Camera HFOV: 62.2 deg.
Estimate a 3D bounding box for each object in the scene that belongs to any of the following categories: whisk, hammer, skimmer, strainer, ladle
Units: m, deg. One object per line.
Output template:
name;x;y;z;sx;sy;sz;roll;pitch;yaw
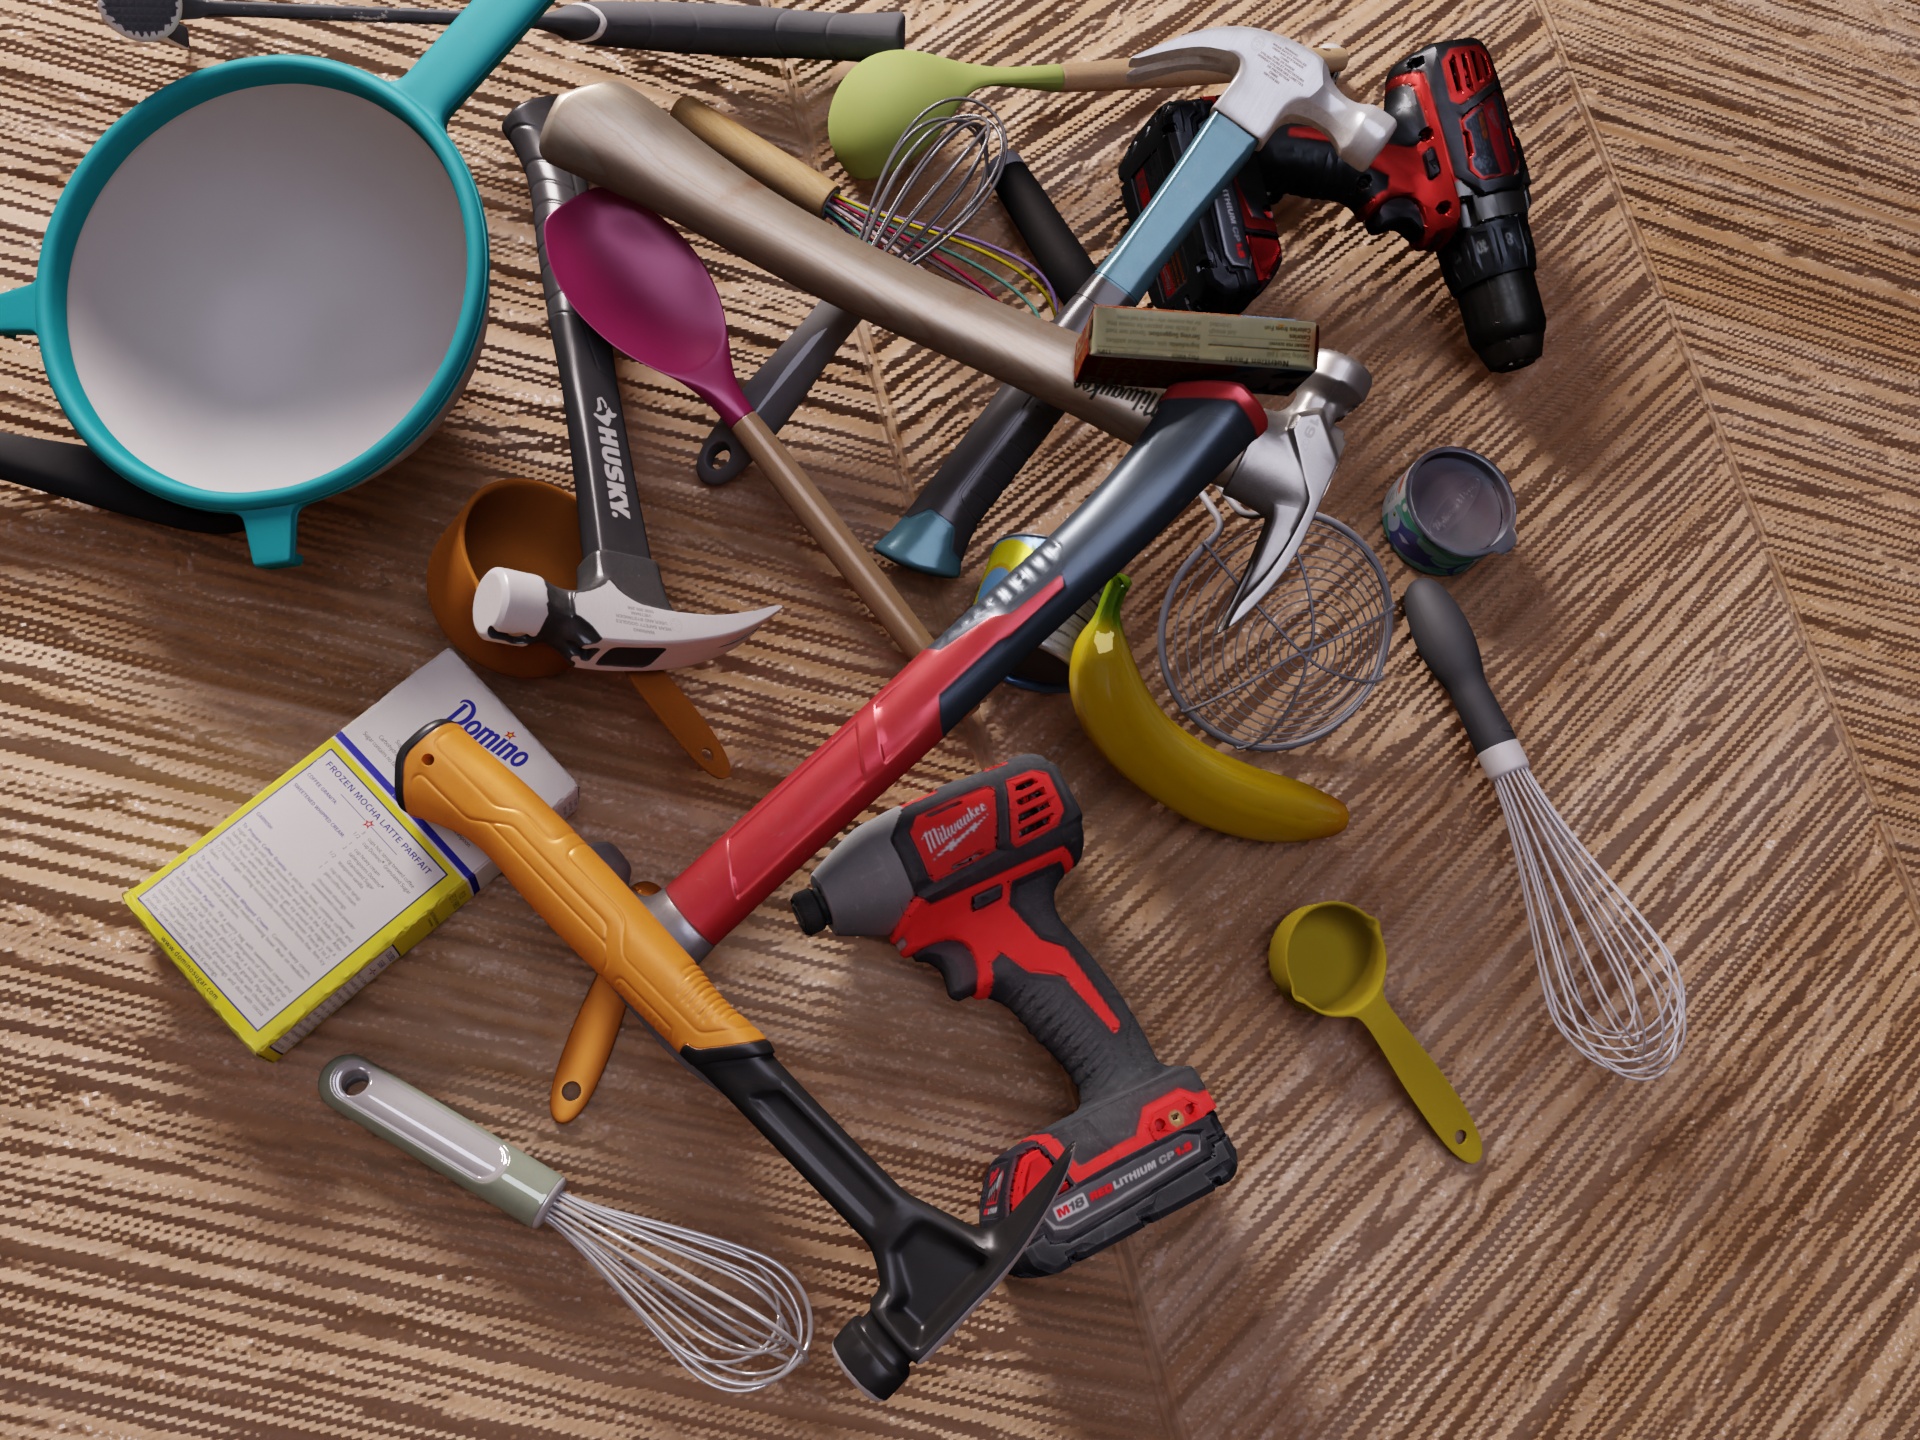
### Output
whisk;-0.474;-0.130;0.723;0.295;0.073;0.073;12;71;-15
hammer;0.072;-0.207;0.809;0.128;0.033;0.331;37;92;1
whisk;-0.054;-0.265;0.861;0.245;0.047;0.051;33;67;4
whisk;-0.059;-0.217;0.811;0.055;0.055;0.239;38;90;1
whisk;-0.171;0.213;0.688;0.246;0.059;0.058;30;58;3
hammer;-0.109;0.115;0.664;0.337;0.034;0.127;42;88;10
skimmer;0.106;-0.154;0.864;0.127;0.090;0.364;-27;70;-1
hammer;-0.179;-0.175;0.782;0.146;0.035;0.335;9;58;-41
strainer;-0.266;-0.239;0.748;0.211;0.095;0.340;40;87;9
ladle;0.079;-0.354;0.905;0.320;0.062;0.078;-12;42;-18
hammer;-0.218;-0.362;0.828;0.408;0.149;0.036;-7;112;-23
hammer;-0.001;-0.002;0.712;0.386;0.038;0.143;-43;73;-1
hammer;-0.014;-0.188;0.765;0.410;0.038;0.146;25;83;-1
whisk;0.299;0.050;0.833;0.070;0.070;0.285;-15;72;-16

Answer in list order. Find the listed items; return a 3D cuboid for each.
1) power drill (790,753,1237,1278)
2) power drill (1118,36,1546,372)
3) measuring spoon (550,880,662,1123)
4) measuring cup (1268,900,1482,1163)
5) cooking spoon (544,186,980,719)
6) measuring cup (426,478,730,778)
power drill;0.021;0.135;0.738;0.143;0.078;0.220;-22;76;-17
power drill;0.219;-0.273;0.890;0.226;0.080;0.188;-14;89;-15
measuring spoon;-0.163;0.128;0.732;0.021;0.011;0.117;20;70;-5
measuring cup;0.210;0.159;0.800;0.062;0.029;0.156;-38;96;-19
cooking spoon;-0.092;-0.128;0.788;0.069;0.017;0.319;-40;95;-22
measuring cup;-0.178;-0.031;0.752;0.173;0.052;0.095;51;39;-9
